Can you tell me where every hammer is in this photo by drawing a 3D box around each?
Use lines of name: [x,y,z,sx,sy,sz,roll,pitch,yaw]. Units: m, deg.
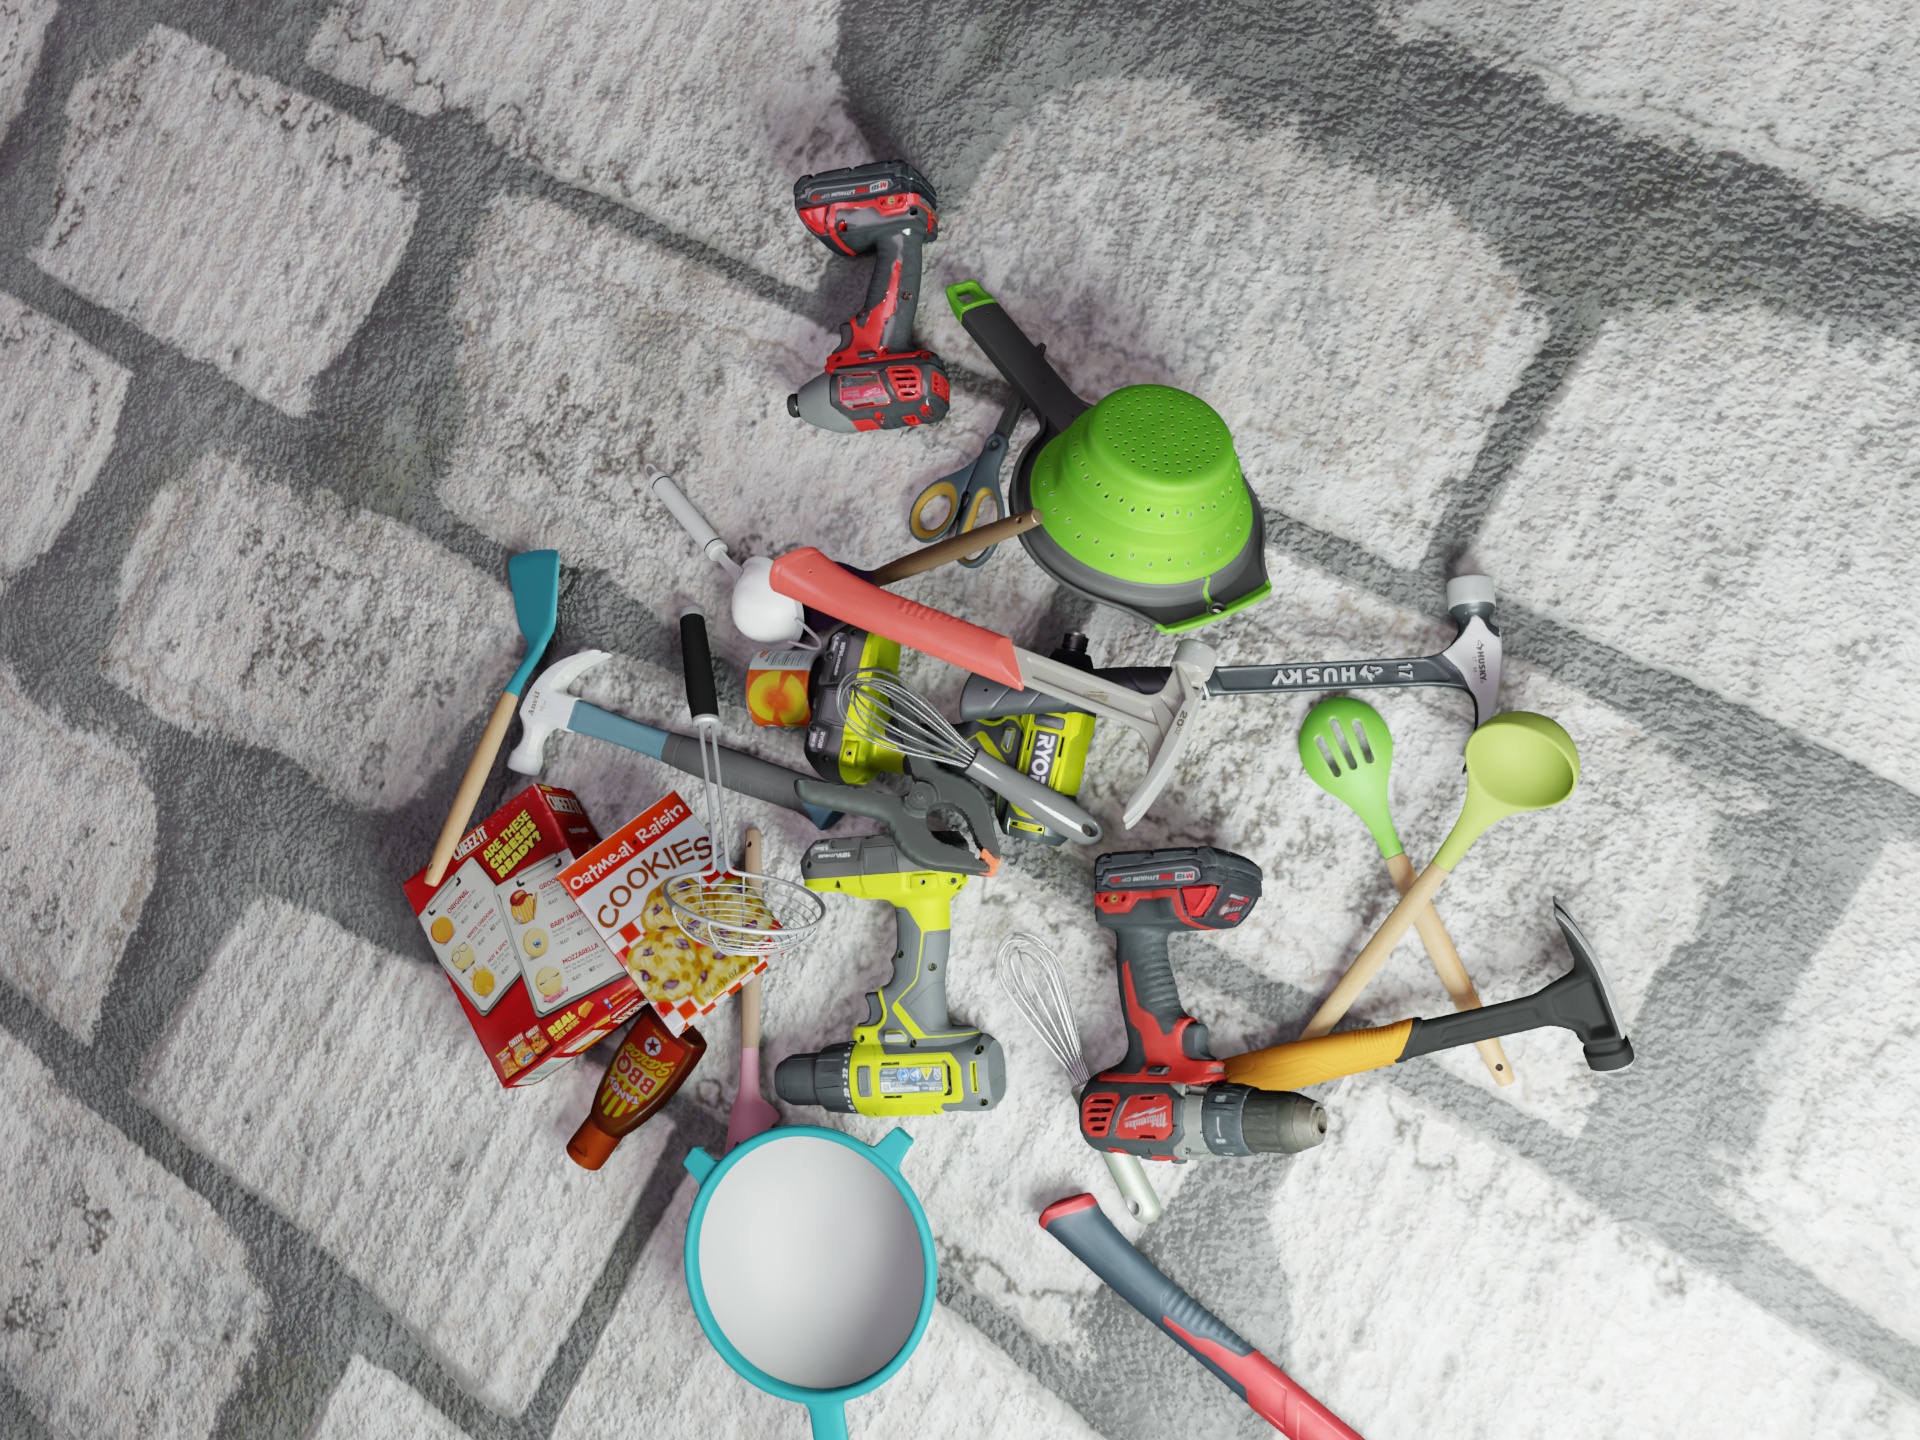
hammer: [-0.246,0.029,1.402,0.331,0.033,0.128,18,90,20]
hammer: [0.208,0.501,1.185,0.386,0.038,0.143,35,97,19]
hammer: [0.300,0.232,1.161,0.337,0.034,0.127,-20,100,23]
hammer: [0.201,-0.025,1.212,0.409,0.036,0.149,-3,74,10]
hammer: [0.006,-0.048,1.221,0.359,0.036,0.149,22,74,20]

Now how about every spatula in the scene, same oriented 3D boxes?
spatula: [-0.424,-0.004,1.430,0.082,0.044,0.318,-1,64,42]
spatula: [-0.050,-0.124,1.289,0.316,0.018,0.060,-14,79,46]

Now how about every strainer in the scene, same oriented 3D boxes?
strainer: [-0.098,0.486,1.264,0.211,0.095,0.340,-10,84,17]
strainer: [-0.213,-0.144,1.402,0.259,0.050,0.086,49,136,25]

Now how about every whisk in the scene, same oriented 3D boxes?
whisk: [0.009,0.033,1.216,0.239,0.055,0.055,31,94,-10]
whisk: [0.094,0.278,1.250,0.058,0.059,0.246,-39,73,49]

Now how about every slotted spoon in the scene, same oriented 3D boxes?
slotted spoon: [0.339,0.124,1.192,0.070,0.031,0.314,-26,77,13]

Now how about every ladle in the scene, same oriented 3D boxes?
ladle: [0.332,0.129,1.152,0.078,0.062,0.320,35,108,10]

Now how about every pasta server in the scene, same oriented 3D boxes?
pasta server: [-0.176,0.251,1.355,0.060,0.040,0.316,-5,78,18]

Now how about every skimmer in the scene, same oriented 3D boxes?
skimmer: [-0.193,0.035,1.303,0.090,0.127,0.364,-55,39,46]

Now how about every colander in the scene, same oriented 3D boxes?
colander: [0.102,-0.247,1.244,0.204,0.094,0.397,-22,60,-23]

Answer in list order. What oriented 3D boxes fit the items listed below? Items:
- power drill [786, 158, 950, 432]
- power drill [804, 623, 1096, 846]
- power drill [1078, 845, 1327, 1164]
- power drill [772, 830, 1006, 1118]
power drill: [-0.084,-0.357,1.373,0.143,0.078,0.220,-4,85,19]
power drill: [-0.002,-0.004,1.301,0.223,0.080,0.171,12,88,16]
power drill: [0.178,0.211,1.173,0.188,0.080,0.227,-8,73,36]
power drill: [-0.067,0.209,1.296,0.190,0.080,0.228,-6,84,17]
